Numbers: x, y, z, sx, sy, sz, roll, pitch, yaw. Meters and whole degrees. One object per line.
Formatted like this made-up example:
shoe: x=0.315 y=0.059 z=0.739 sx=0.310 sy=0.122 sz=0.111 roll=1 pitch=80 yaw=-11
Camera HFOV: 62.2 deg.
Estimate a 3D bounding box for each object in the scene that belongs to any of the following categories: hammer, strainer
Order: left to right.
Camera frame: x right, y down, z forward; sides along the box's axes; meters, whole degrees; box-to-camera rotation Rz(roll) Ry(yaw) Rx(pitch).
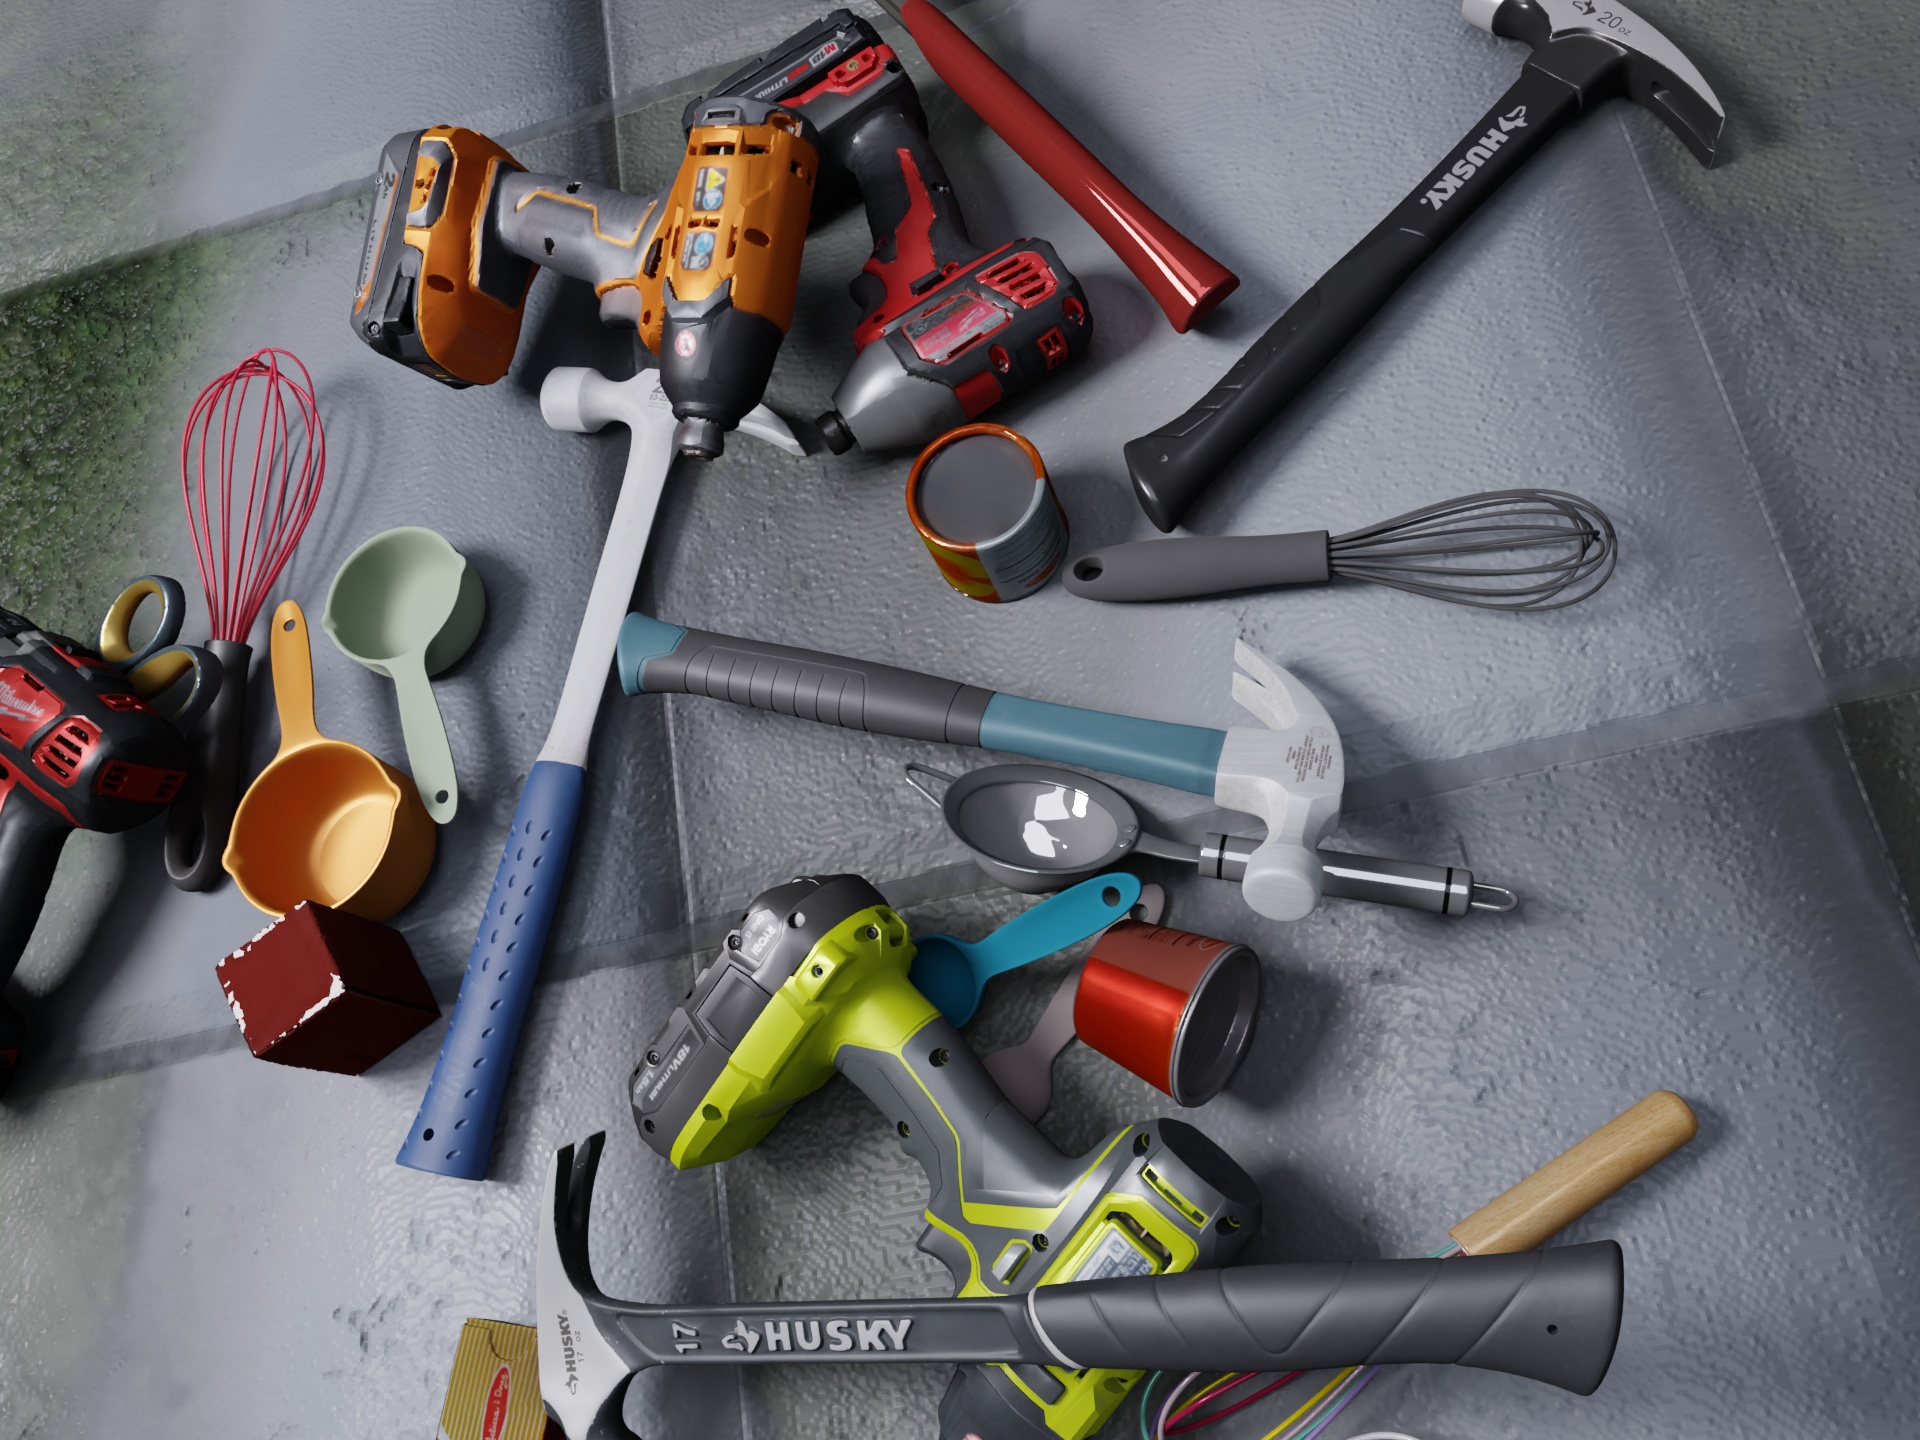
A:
hammer: x=-0.184 y=0.012 z=0.763 sx=0.144 sy=0.035 sz=0.406 roll=7 pitch=72 yaw=17
hammer: x=-0.001 y=-0.002 z=0.685 sx=0.331 sy=0.033 sz=0.128 roll=11 pitch=45 yaw=16
hammer: x=0.006 y=-0.326 z=0.794 sx=0.036 sy=0.149 sz=0.359 roll=-41 pitch=72 yaw=2
hammer: x=0.016 y=0.207 z=0.556 sx=0.409 sy=0.036 sz=0.149 roll=-12 pitch=87 yaw=24
strainer: x=0.097 y=0.058 z=0.663 sx=0.258 sy=0.050 sz=0.087 roll=7 pitch=28 yaw=17
hammer: x=0.202 y=-0.212 z=0.740 sx=0.335 sy=0.035 sz=0.146 roll=-45 pitch=65 yaw=-6

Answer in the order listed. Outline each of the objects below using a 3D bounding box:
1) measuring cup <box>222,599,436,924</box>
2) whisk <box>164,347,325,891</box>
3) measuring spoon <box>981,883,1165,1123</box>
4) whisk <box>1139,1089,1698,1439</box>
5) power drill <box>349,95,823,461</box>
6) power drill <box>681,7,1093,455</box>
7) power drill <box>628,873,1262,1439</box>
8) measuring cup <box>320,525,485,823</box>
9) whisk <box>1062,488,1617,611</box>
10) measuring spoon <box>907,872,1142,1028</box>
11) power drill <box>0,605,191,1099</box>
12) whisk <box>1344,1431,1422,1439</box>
measuring cup: x=-0.310 y=0.022 z=0.785 sx=0.095 sy=0.052 sz=0.174 roll=-21 pitch=64 yaw=6
whisk: x=-0.381 y=-0.058 z=0.833 sx=0.073 sy=0.073 sz=0.296 roll=-1 pitch=77 yaw=15
measuring spoon: x=0.047 y=0.118 z=0.672 sx=0.034 sy=0.018 sz=0.124 roll=34 pitch=81 yaw=23
whisk: x=0.169 y=0.210 z=0.596 sx=0.245 sy=0.047 sz=0.051 roll=-33 pitch=67 yaw=-4
power drill: x=-0.181 y=-0.210 z=0.769 sx=0.226 sy=0.084 sz=0.164 roll=7 pitch=85 yaw=24
power drill: x=-0.045 y=-0.237 z=0.800 sx=0.143 sy=0.078 sz=0.220 roll=-32 pitch=68 yaw=2
power drill: x=-0.018 y=0.182 z=0.628 sx=0.223 sy=0.080 sz=0.171 roll=39 pitch=100 yaw=21
measuring cup: x=-0.265 y=-0.019 z=0.795 sx=0.083 sy=0.038 sz=0.168 roll=-23 pitch=67 yaw=6
whisk: x=0.160 y=-0.069 z=0.699 sx=0.239 sy=0.055 sz=0.055 roll=-2 pitch=70 yaw=19
measuring spoon: x=0.028 y=0.092 z=0.662 sx=0.128 sy=0.021 sz=0.042 roll=-31 pitch=77 yaw=30
power drill: x=-0.494 y=0.055 z=0.782 sx=0.188 sy=0.080 sz=0.226 roll=31 pitch=93 yaw=23
whisk: x=0.069 y=0.317 z=0.578 sx=0.246 sy=0.059 sz=0.058 roll=-23 pitch=54 yaw=11
